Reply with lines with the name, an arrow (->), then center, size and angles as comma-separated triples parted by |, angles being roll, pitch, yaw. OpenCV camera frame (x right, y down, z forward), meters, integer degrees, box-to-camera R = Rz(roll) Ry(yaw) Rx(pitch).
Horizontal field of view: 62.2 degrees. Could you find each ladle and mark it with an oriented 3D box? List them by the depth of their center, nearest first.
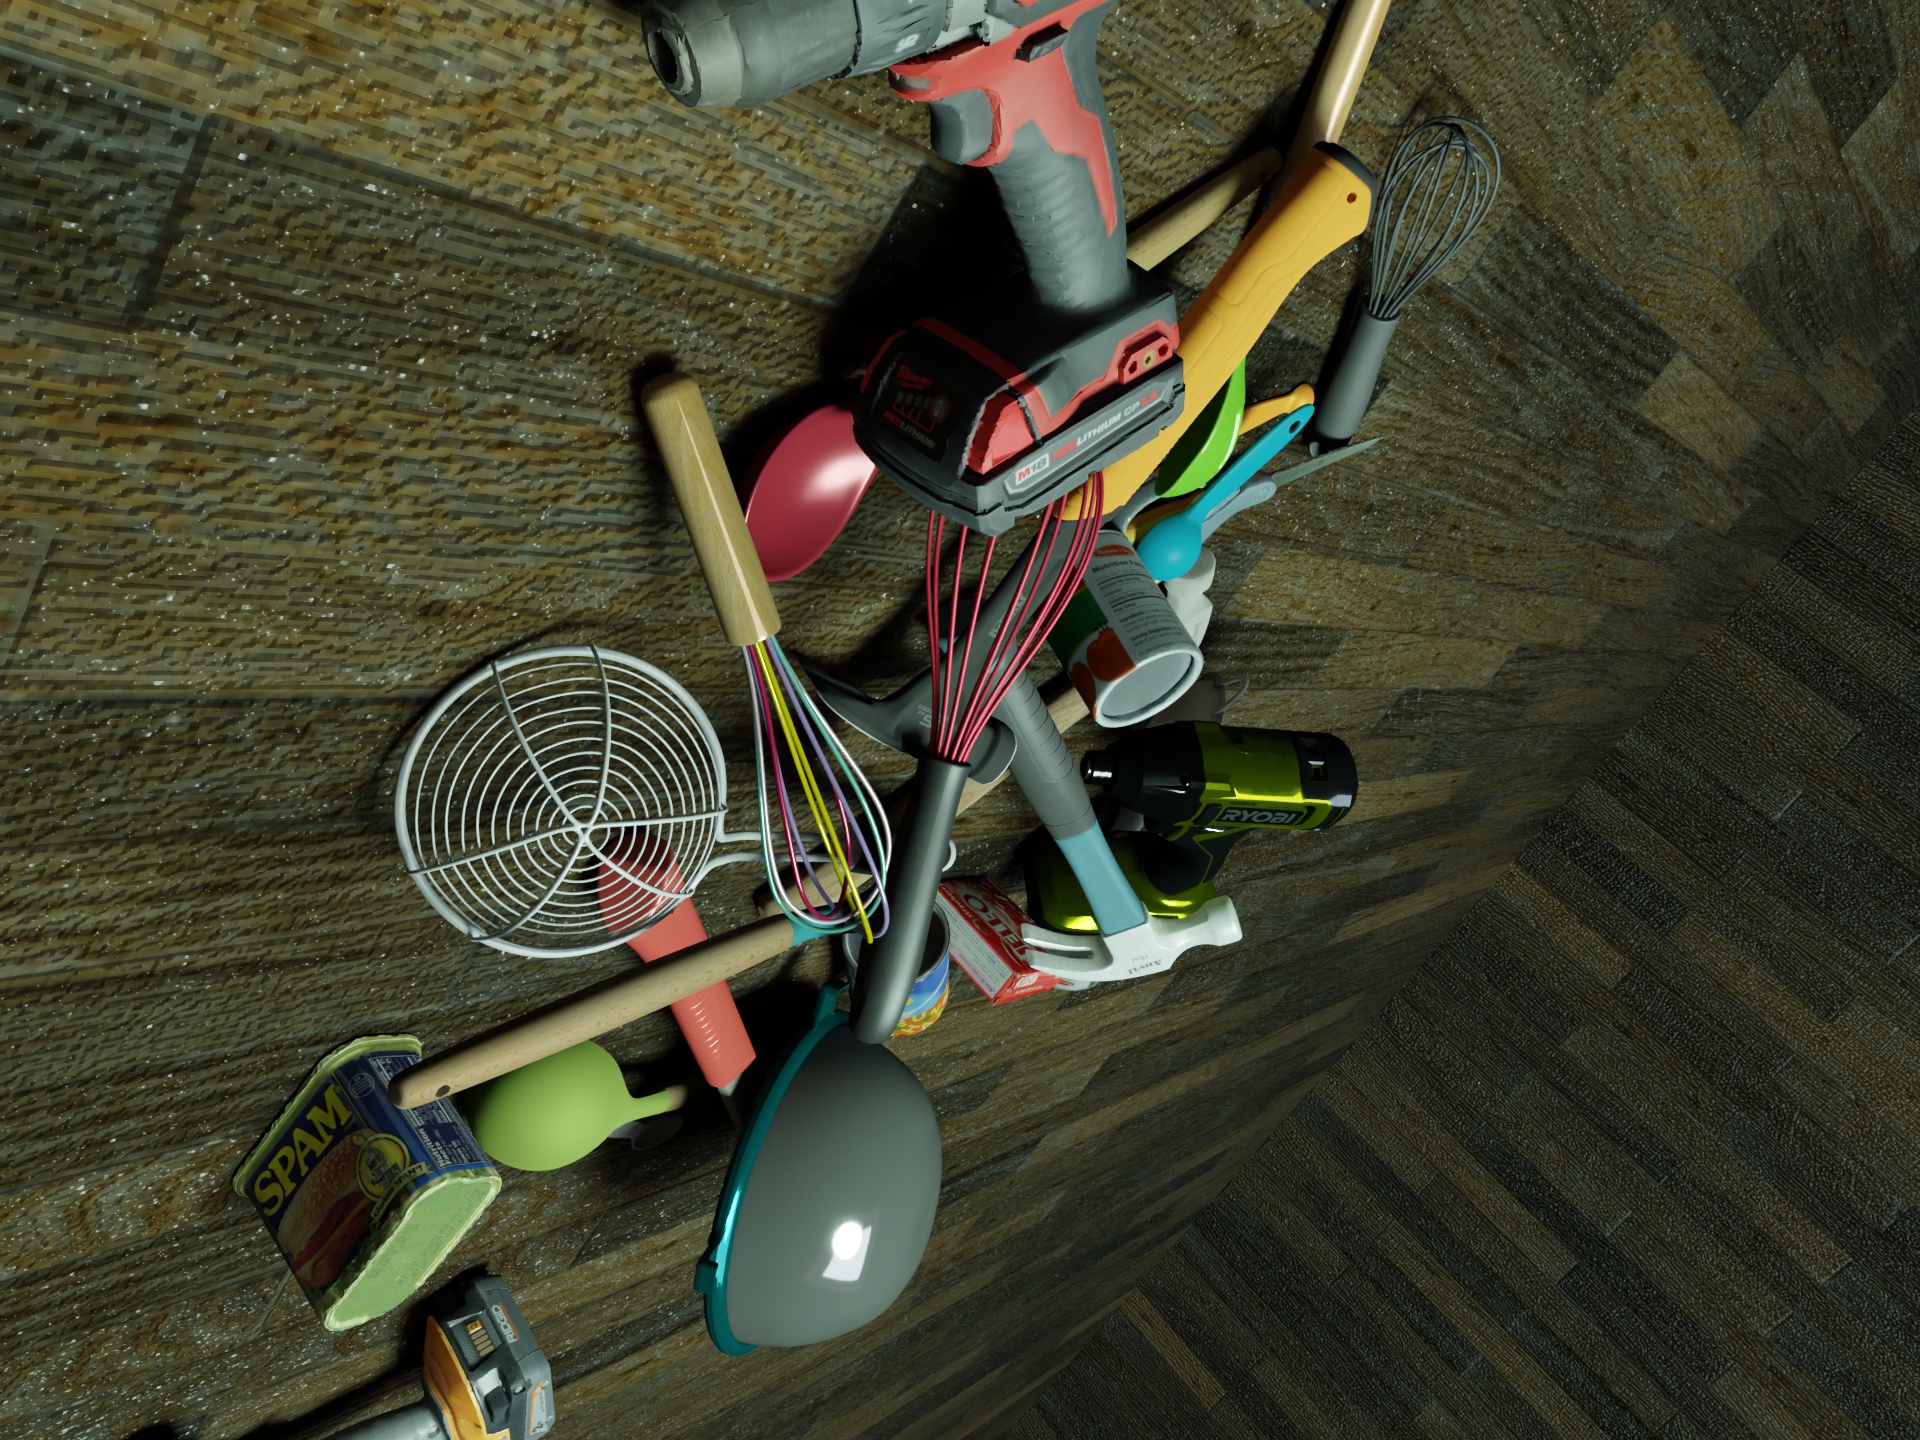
ladle -> 0.025, -0.162, 0.668 | 0.315, 0.031, 0.069 | -38, 149, -18
ladle -> -0.171, 0.210, 0.930 | 0.078, 0.062, 0.320 | -49, 162, 8

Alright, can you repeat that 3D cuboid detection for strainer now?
strainer -> -0.058, 0.327, 1.009 | 0.340, 0.095, 0.211 | 79, 29, -52
strainer -> 0.134, 0.046, 1.132 | 0.258, 0.050, 0.087 | 111, -10, -50

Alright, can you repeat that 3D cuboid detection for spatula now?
spatula -> -0.100, 0.089, 0.658 | 0.317, 0.044, 0.082 | -17, 140, -51

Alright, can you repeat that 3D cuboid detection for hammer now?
hammer -> 0.065, -0.119, 0.727 | 0.127, 0.034, 0.337 | 26, 109, -40
hammer -> -0.129, 0.168, 0.879 | 0.358, 0.037, 0.149 | 82, 27, -51
hammer -> 0.061, 0.050, 0.904 | 0.128, 0.033, 0.330 | -21, 134, 9
hammer -> 0.021, 0.023, 0.936 | 0.331, 0.031, 0.130 | -36, 153, -19

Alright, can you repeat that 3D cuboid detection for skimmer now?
skimmer -> -0.104, 0.046, 0.742 | 0.127, 0.090, 0.363 | -68, 158, 3

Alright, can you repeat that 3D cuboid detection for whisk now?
whisk -> -0.074, -0.015, 0.609 | 0.047, 0.051, 0.244 | -71, 148, -59
whisk -> -0.001, -0.002, 0.673 | 0.073, 0.073, 0.296 | 5, 102, -59
whisk -> 0.232, -0.223, 0.866 | 0.055, 0.055, 0.238 | -33, 157, -24

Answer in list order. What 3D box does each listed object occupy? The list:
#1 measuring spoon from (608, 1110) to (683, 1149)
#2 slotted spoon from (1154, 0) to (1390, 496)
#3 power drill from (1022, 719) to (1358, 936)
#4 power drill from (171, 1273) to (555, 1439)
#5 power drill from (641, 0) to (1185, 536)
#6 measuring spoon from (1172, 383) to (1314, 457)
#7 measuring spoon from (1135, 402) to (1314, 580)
measuring spoon -> -0.207, 0.231, 0.931 | 0.034, 0.018, 0.124 | -40, 149, 9
slotted spoon -> 0.152, -0.235, 0.738 | 0.070, 0.031, 0.313 | -73, 180, -51
power drill -> 0.129, 0.074, 1.034 | 0.171, 0.080, 0.223 | 4, 148, -18
power drill -> -0.352, 0.411, 0.907 | 0.226, 0.084, 0.185 | -24, 147, -29
power drill -> -0.002, -0.174, 0.528 | 0.188, 0.080, 0.226 | -34, 142, -23
measuring spoon -> 0.160, -0.164, 0.885 | 0.117, 0.011, 0.021 | -27, 149, -34
measuring spoon -> 0.148, -0.121, 0.862 | 0.128, 0.021, 0.042 | -44, 149, 11
